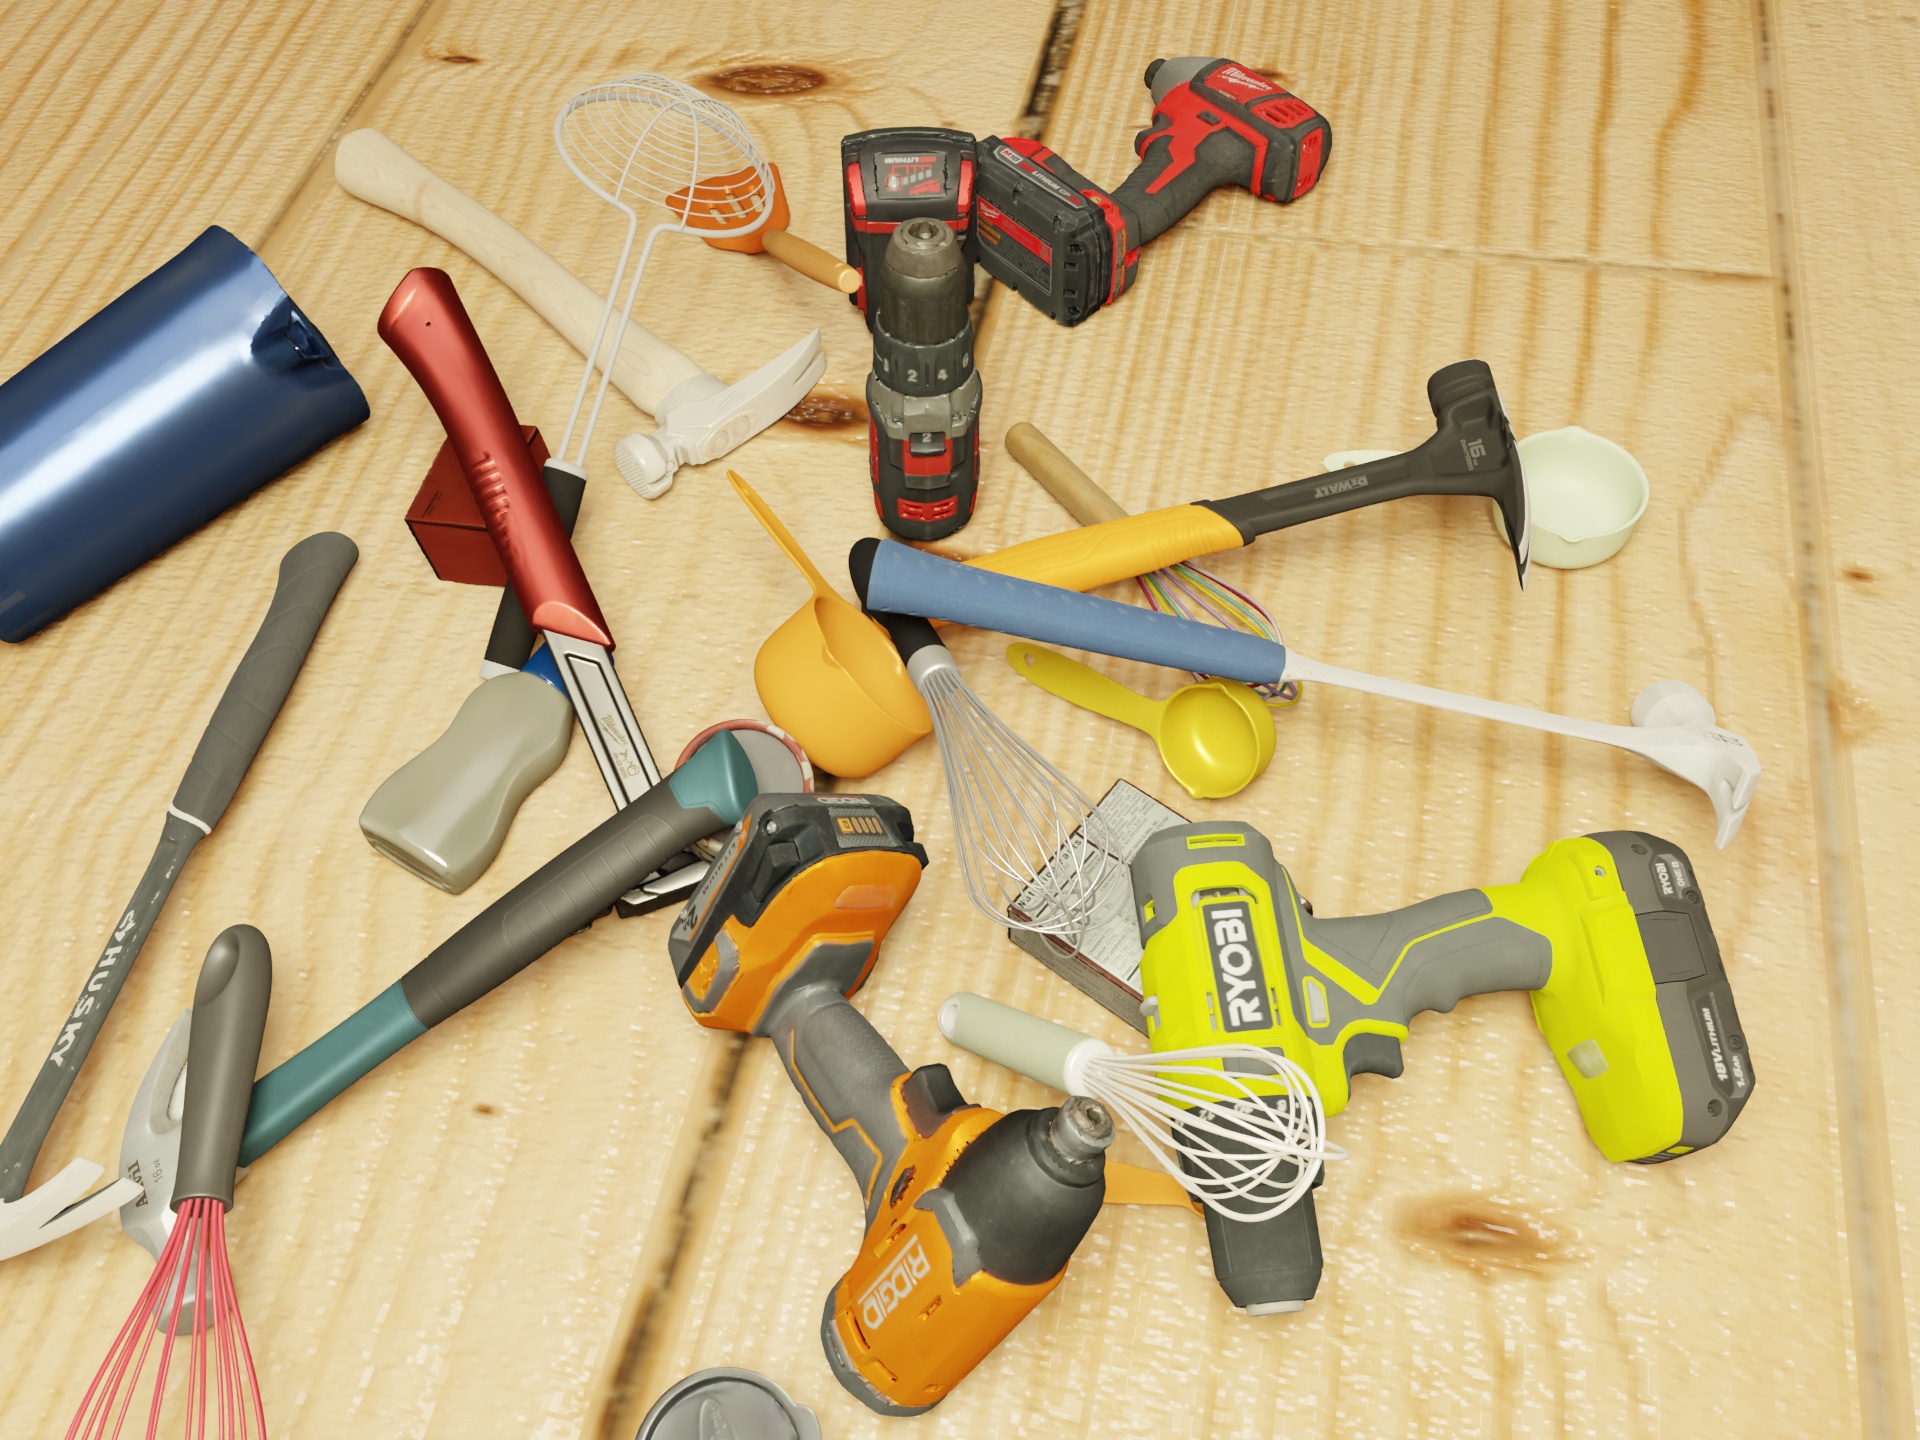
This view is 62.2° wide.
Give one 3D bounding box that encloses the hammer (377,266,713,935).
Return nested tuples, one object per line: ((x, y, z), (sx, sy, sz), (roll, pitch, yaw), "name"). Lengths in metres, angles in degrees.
((-0.200, -0.077, 0.800), (0.149, 0.036, 0.359), (-22, 76, -15), "hammer")

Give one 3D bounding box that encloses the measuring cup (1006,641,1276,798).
((0.090, -0.011, 0.802), (0.157, 0.062, 0.029), (26, 30, 34), "measuring cup")

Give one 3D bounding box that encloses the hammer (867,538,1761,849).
((0.157, -0.022, 0.724), (0.405, 0.035, 0.144), (12, 20, 3), "hammer")

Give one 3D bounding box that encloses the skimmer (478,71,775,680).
((-0.202, -0.193, 0.888), (0.127, 0.090, 0.363), (18, 85, -17), "skimmer")

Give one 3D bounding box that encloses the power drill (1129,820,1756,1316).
((0.190, 0.133, 0.649), (0.228, 0.080, 0.191), (-4, 66, -6), "power drill")

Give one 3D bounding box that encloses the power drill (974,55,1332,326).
((0.113, -0.352, 1.009), (0.219, 0.078, 0.143), (-34, 60, -21), "power drill")

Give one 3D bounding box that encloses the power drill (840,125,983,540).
((-0.024, -0.237, 0.876), (0.080, 0.187, 0.227), (-2, 52, -3), "power drill")

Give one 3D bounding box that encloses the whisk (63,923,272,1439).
((-0.300, 0.209, 0.621), (0.073, 0.073, 0.296), (-9, 53, -2), "whisk")

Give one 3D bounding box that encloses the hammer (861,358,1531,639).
((0.109, -0.087, 0.800), (0.337, 0.034, 0.127), (-13, 54, 15), "hammer")

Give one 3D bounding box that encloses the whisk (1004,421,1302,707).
((0.095, -0.088, 0.850), (0.047, 0.051, 0.245), (-33, 56, -10), "whisk")

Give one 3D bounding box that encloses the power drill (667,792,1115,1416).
((-0.027, 0.135, 0.638), (0.084, 0.164, 0.227), (3, 44, -40), "power drill")

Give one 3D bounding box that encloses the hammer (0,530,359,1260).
((-0.379, 0.062, 0.769), (0.149, 0.036, 0.409), (-13, 47, 27), "hammer")

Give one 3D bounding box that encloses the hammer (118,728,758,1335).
((-0.225, 0.116, 0.694), (0.331, 0.033, 0.128), (-36, 56, -1), "hammer")

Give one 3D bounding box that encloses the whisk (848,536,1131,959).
((-0.001, -0.001, 0.735), (0.070, 0.070, 0.285), (-20, 45, -9), "whisk")

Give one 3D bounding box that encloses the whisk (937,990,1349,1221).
((0.056, 0.138, 0.618), (0.059, 0.246, 0.058), (16, 84, -28), "whisk")

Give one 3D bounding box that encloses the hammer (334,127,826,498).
((-0.266, -0.289, 1.019), (0.146, 0.038, 0.411), (-39, 61, -22), "hammer")

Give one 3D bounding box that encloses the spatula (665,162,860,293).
((-0.110, -0.294, 0.955), (0.081, 0.041, 0.323), (-22, 28, -10), "spatula")

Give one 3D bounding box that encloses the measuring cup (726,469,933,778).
((-0.084, -0.047, 0.795), (0.052, 0.095, 0.174), (-41, 74, 16), "measuring cup")

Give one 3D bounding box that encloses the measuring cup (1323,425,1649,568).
((0.280, -0.122, 0.861), (0.167, 0.038, 0.083), (8, 57, 12), "measuring cup")

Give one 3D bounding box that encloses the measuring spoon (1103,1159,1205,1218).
((0.057, 0.198, 0.679), (0.117, 0.011, 0.021), (4, 56, 12), "measuring spoon")
